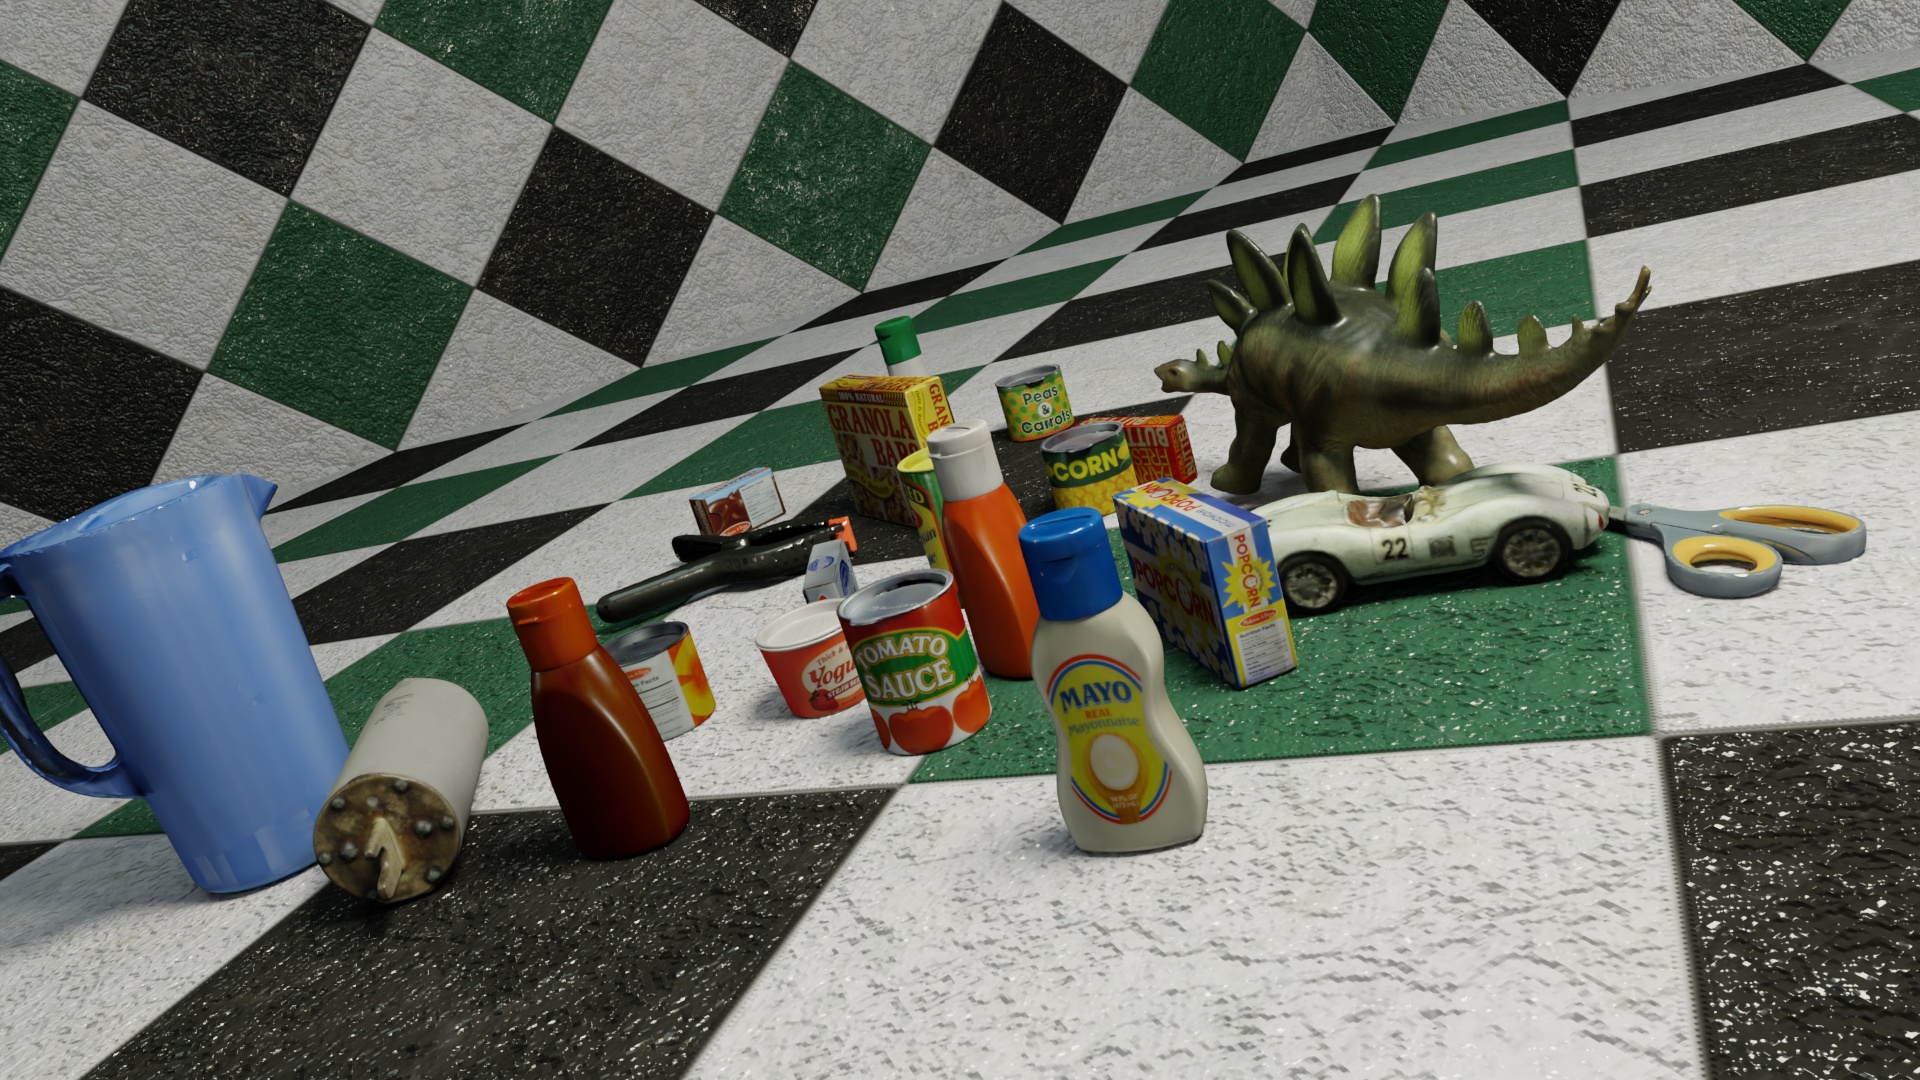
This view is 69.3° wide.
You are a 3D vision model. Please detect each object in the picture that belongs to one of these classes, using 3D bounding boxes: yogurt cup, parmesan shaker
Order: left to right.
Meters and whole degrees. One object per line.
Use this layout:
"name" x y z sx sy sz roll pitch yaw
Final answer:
"yogurt cup" -0.086 0.073 0.854 0.072 0.053 0.072 -15 17 5
"parmesan shaker" 0.003 -0.012 0.954 0.071 0.102 0.071 -15 16 5

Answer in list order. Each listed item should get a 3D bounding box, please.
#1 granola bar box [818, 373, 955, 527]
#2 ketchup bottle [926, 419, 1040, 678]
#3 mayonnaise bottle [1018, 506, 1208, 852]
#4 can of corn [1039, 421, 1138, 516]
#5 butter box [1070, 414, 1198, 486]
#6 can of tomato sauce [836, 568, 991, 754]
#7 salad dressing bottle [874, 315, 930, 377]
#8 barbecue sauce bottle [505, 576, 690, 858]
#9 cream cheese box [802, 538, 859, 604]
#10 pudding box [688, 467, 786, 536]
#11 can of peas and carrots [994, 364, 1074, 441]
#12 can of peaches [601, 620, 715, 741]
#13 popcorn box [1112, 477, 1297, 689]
"granola bar box" -0.053 -0.077 1.177 0.039 0.124 0.165 -25 18 -25
"ketchup bottle" 0.017 0.005 0.808 0.044 0.148 0.064 -26 18 -27
"mayonnaise bottle" 0.060 0.060 0.592 0.064 0.147 0.041 -11 17 19
"can of corn" 0.100 -0.053 1.070 0.071 0.058 0.071 -15 17 5
"butter box" 0.137 -0.070 1.098 0.024 0.053 0.103 -30 21 -37
"can of tomato sauce" -0.025 0.067 0.764 0.071 0.083 0.071 -15 17 5
"salad dressing bottle" -0.044 -0.139 1.329 0.064 0.147 0.044 -2 22 41
"barbecue sauce bottle" -0.195 0.093 0.731 0.065 0.148 0.044 -11 17 18
"cream cheese box" -0.088 0.039 0.965 0.024 0.053 0.104 -16 17 3
"pudding box" -0.211 -0.033 1.319 0.084 0.049 0.030 -30 21 -38
"can of peas and carrots" 0.073 -0.133 1.350 0.071 0.058 0.071 -15 17 5
"can of peaches" -0.197 0.091 0.897 0.071 0.058 0.071 -15 17 5
"popcorn box" 0.132 0.020 0.761 0.038 0.085 0.127 -20 17 -11
